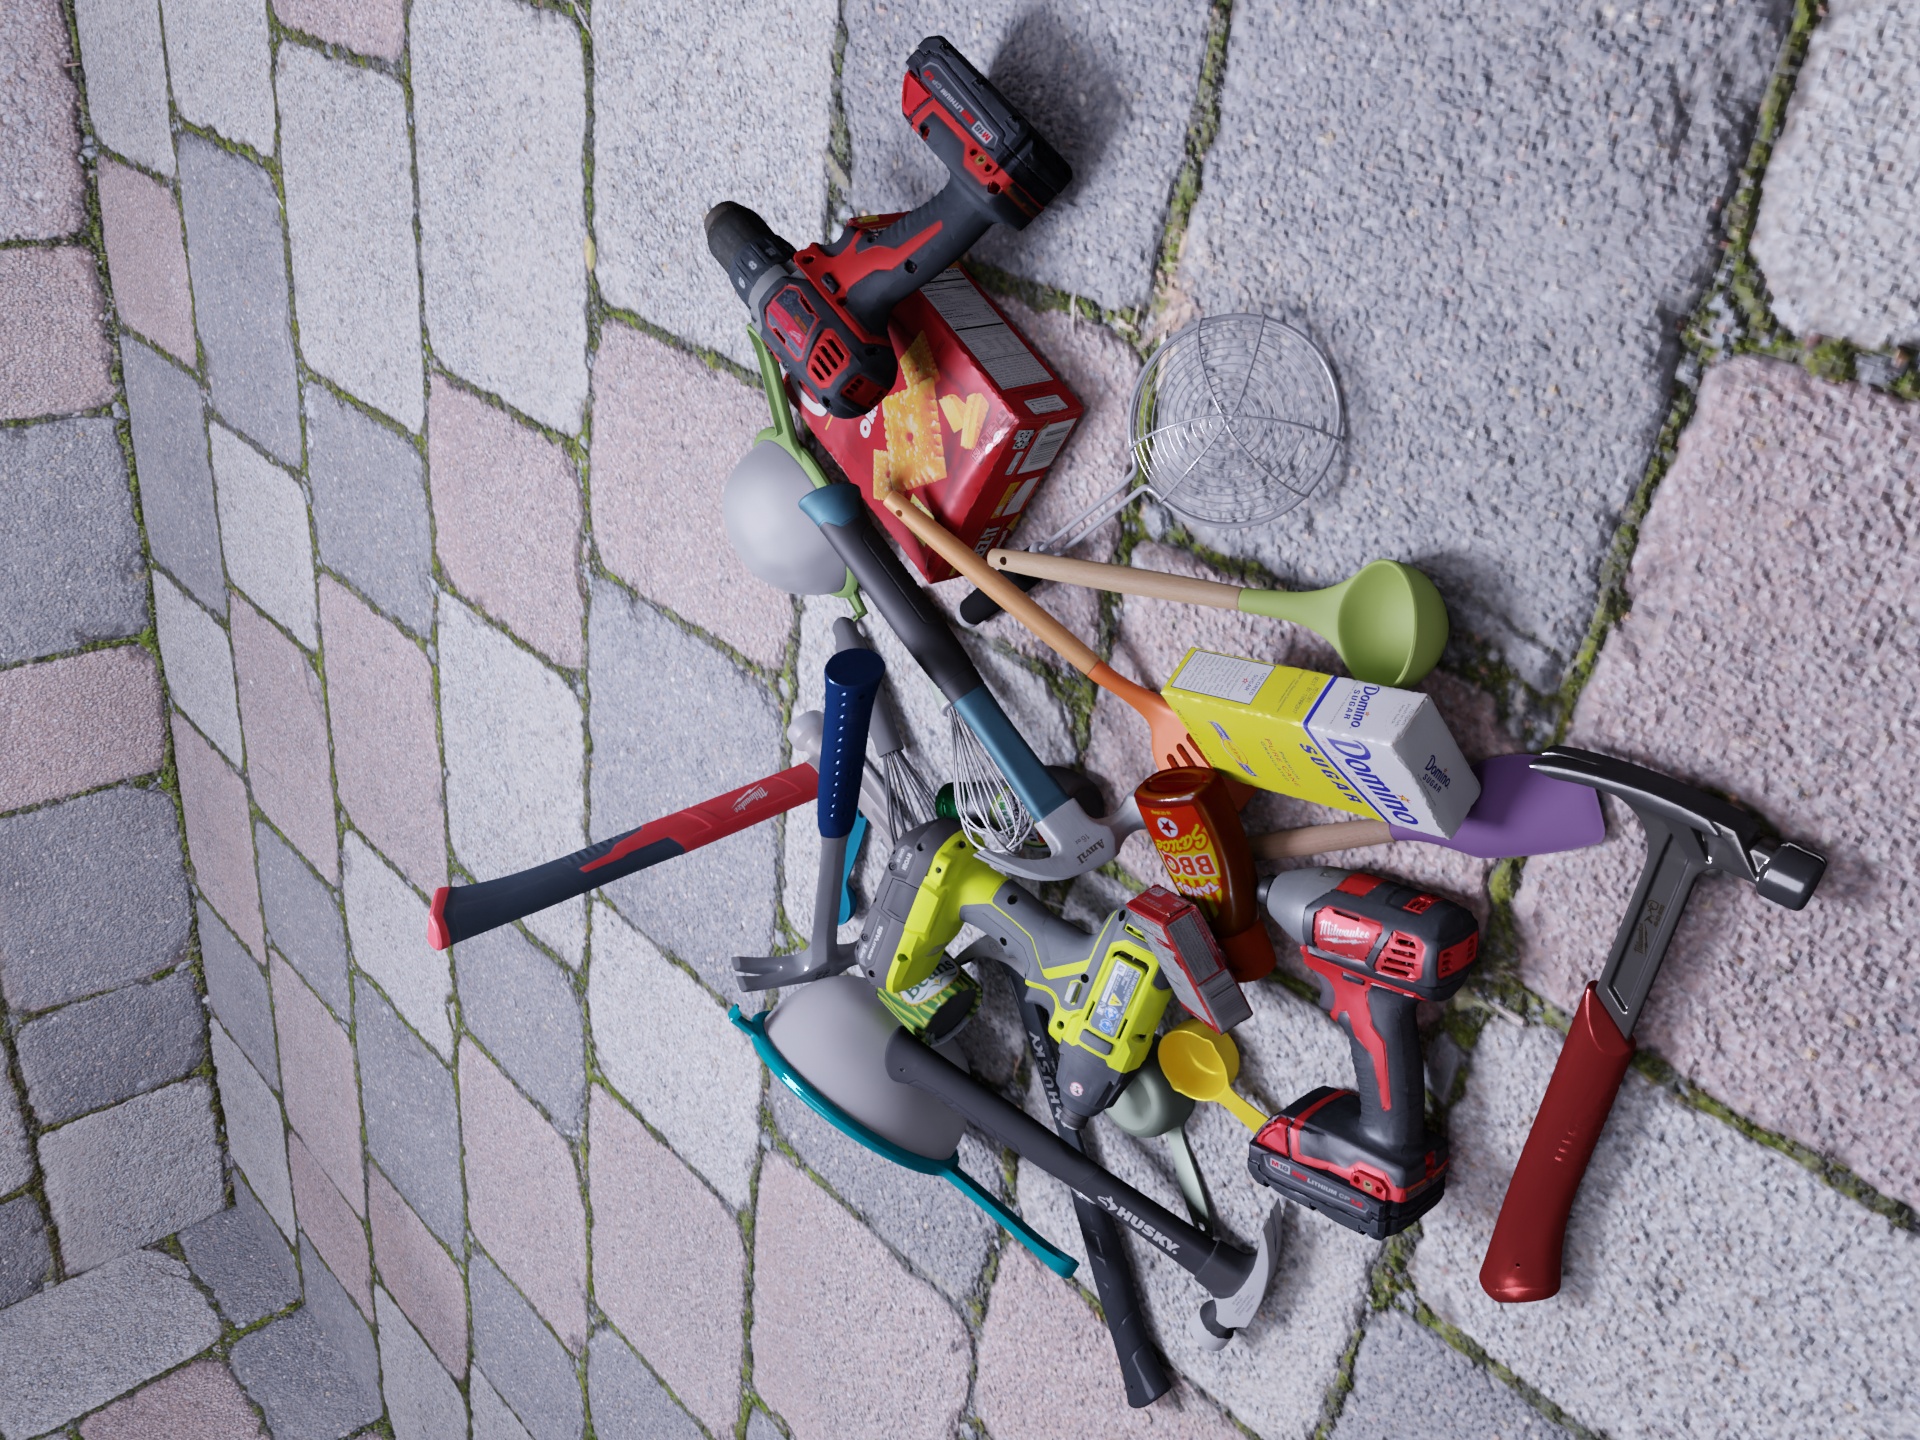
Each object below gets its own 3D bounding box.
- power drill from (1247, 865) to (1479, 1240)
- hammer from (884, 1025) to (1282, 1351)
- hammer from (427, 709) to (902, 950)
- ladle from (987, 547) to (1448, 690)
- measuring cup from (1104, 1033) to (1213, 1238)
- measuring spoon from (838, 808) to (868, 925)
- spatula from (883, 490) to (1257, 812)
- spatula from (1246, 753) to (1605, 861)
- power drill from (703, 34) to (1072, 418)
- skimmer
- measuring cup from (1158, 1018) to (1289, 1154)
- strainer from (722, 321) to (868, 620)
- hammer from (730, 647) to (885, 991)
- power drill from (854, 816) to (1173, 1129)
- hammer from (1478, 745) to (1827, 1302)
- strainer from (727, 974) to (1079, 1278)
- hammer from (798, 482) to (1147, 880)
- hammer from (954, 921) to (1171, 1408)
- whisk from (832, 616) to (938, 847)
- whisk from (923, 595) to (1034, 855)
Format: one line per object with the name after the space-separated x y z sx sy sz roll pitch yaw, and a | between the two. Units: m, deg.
0.247 0.200 1.011 0.143 0.078 0.219 17 114 43 | power drill
0.085 0.332 1.193 0.335 0.035 0.146 32 128 13 | hammer
-0.228 0.106 1.255 0.143 0.386 0.038 50 141 23 | hammer
0.145 -0.078 0.985 0.320 0.062 0.078 13 105 33 | ladle
0.149 0.317 1.188 0.083 0.038 0.167 -21 87 50 | measuring cup
-0.094 0.123 1.405 0.042 0.021 0.128 35 119 35 | measuring spoon
0.069 -0.048 1.091 0.322 0.041 0.081 40 135 3 | spatula
0.250 0.069 0.996 0.316 0.018 0.060 -16 89 48 | spatula
-0.060 -0.337 1.058 0.226 0.080 0.188 -44 69 17 | power drill
0.106 -0.142 1.066 0.127 0.090 0.363 59 149 1 | skimmer
0.209 0.271 1.124 0.156 0.029 0.062 39 132 16 | measuring cup
-0.152 -0.189 1.234 0.152 0.069 0.256 43 155 37 | strainer
-0.102 0.092 1.227 0.405 0.144 0.035 101 152 -50 | hammer
0.042 0.182 1.169 0.223 0.080 0.171 27 103 23 | power drill
0.352 0.193 0.911 0.149 0.036 0.358 28 125 31 | hammer
-0.019 0.310 1.300 0.341 0.210 0.095 35 91 26 | strainer
-0.001 -0.031 1.112 0.331 0.128 0.033 54 164 3 | hammer
0.091 0.358 1.274 0.149 0.036 0.409 -12 96 50 | hammer
-0.058 0.025 1.300 0.055 0.055 0.239 -31 77 49 | whisk
-0.002 -0.004 1.188 0.058 0.059 0.247 -34 57 18 | whisk
